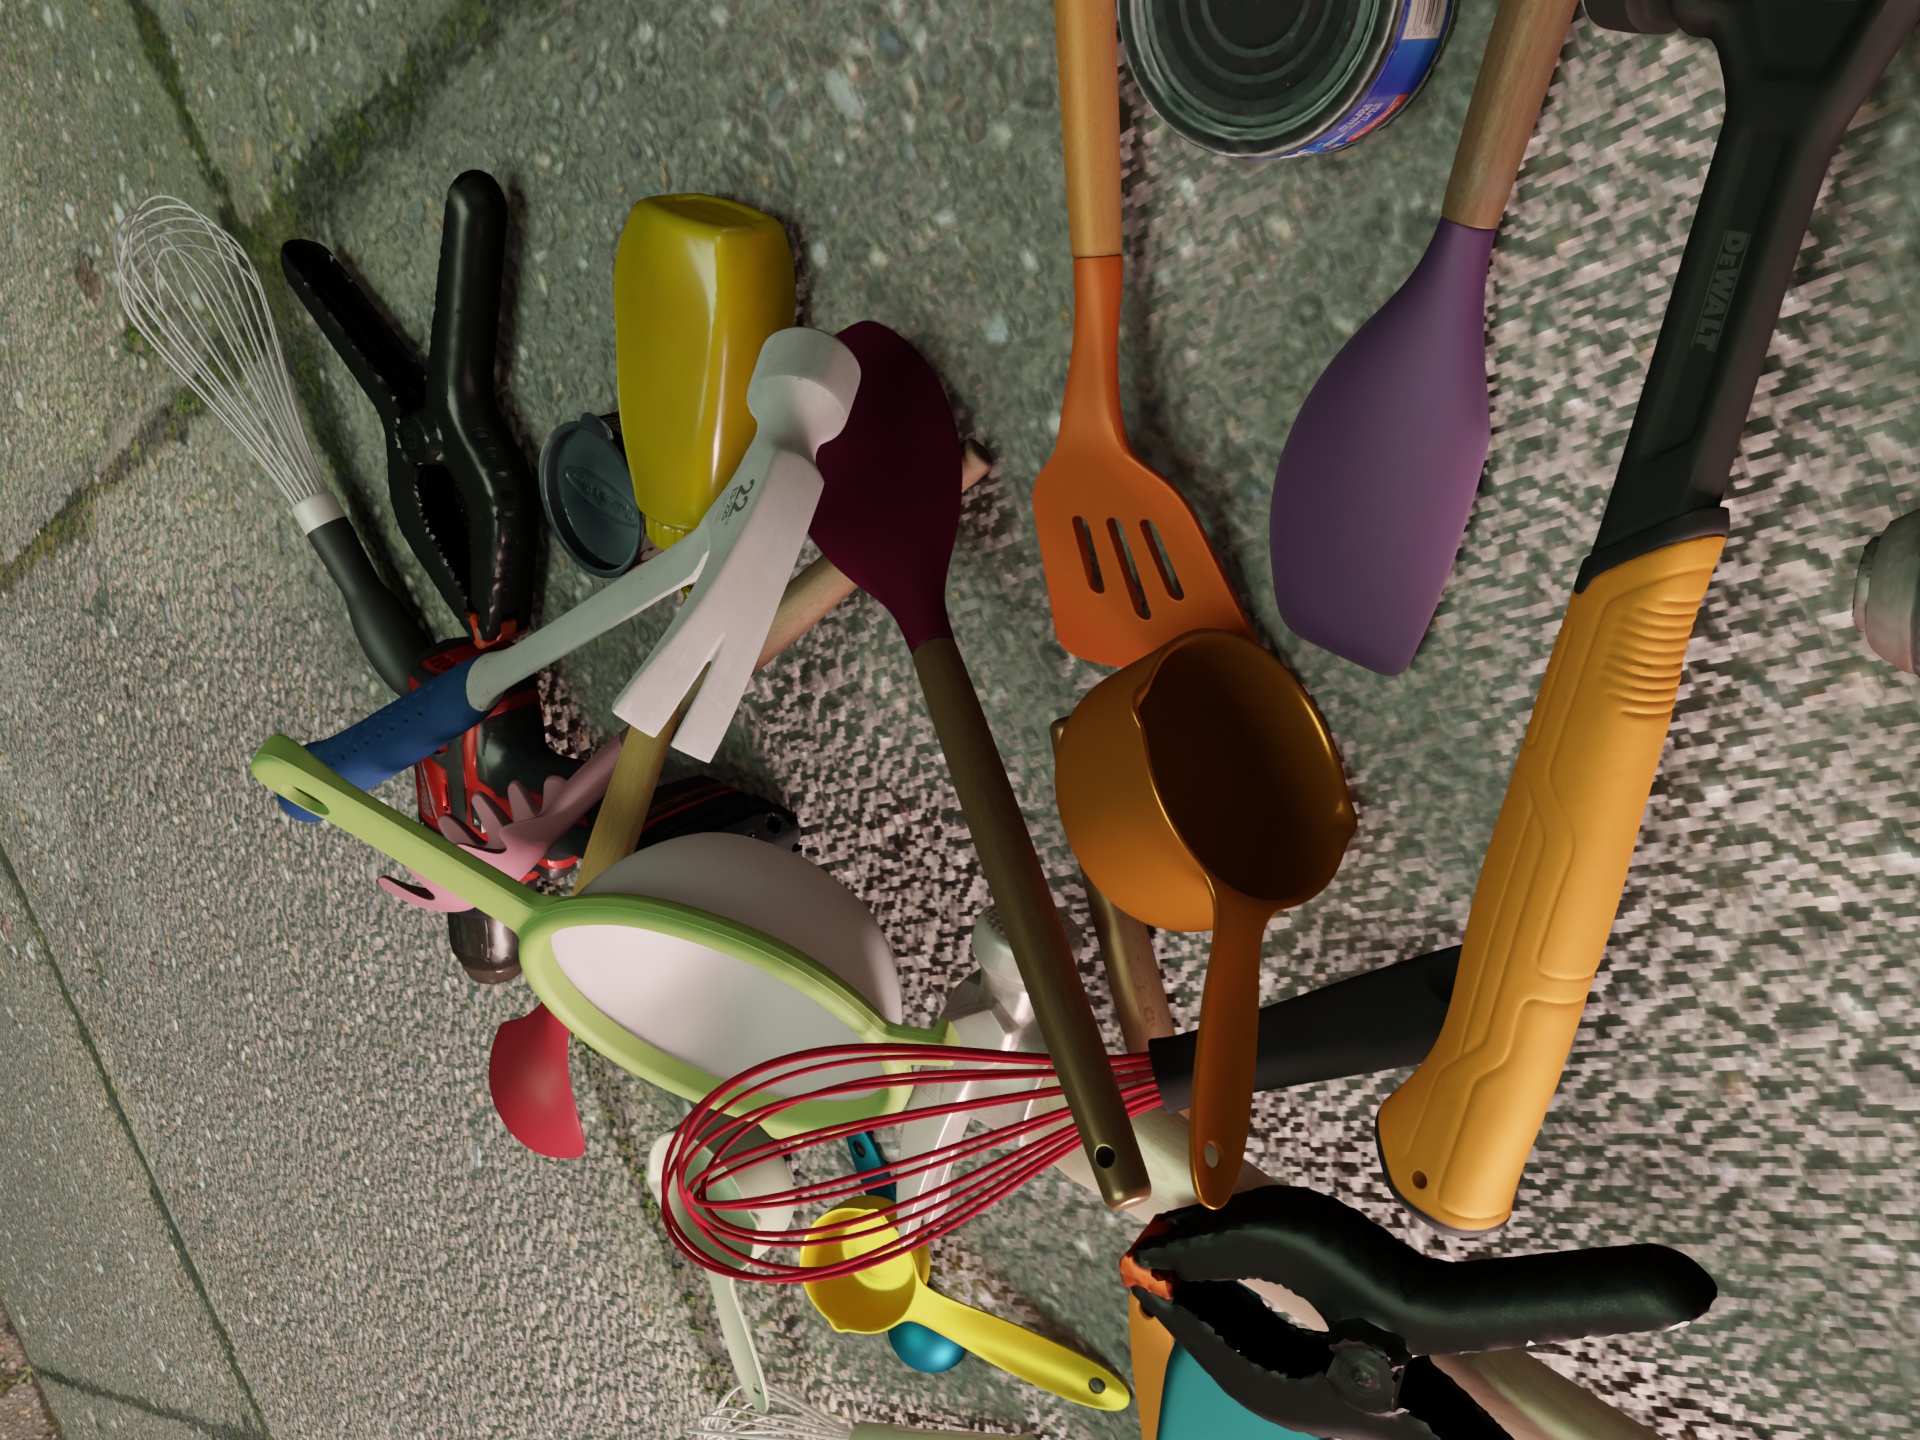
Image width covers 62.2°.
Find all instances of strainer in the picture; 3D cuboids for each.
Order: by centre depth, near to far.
[{"bbox_3d":[-0.124,0.060,0.577,0.256,0.069,0.151,33,144,-12],"label":"strainer"}]

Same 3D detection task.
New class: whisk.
[{"bbox_3d":[0.043,0.116,0.492,0.296,0.073,0.073,-17,98,10],"label":"whisk"},{"bbox_3d":[-0.052,0.359,0.786,0.246,0.059,0.057,-19,137,41],"label":"whisk"},{"bbox_3d":[-0.345,-0.136,0.816,0.070,0.070,0.284,-22,99,45],"label":"whisk"}]

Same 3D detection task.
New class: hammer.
[{"bbox_3d":[0.164,-0.014,0.377,0.127,0.034,0.336,36,124,49],"label":"hammer"},{"bbox_3d":[0.157,0.213,0.506,0.411,0.038,0.146,28,116,23],"label":"hammer"},{"bbox_3d":[-0.184,-0.014,0.623,0.035,0.144,0.405,32,146,-30],"label":"hammer"}]

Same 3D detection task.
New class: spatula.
[{"bbox_3d":[0.135,-0.153,0.403,0.060,0.018,0.315,30,127,28],"label":"spatula"},{"bbox_3d":[0.044,-0.165,0.477,0.081,0.041,0.322,9,110,39],"label":"spatula"},{"bbox_3d":[0.075,0.153,0.577,0.082,0.044,0.317,-10,101,34],"label":"spatula"}]

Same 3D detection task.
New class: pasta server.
[{"bbox_3d":[-0.113,-0.011,0.610,0.316,0.060,0.040,-37,103,24],"label":"pasta server"}]

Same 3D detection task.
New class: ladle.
[{"bbox_3d":[-0.155,0.090,0.655,0.069,0.031,0.315,44,132,21],"label":"ladle"}]

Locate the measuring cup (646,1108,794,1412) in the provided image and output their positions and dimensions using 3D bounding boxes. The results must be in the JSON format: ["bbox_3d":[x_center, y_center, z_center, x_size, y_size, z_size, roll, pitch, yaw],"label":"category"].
[{"bbox_3d":[-0.107,0.270,0.798,0.083,0.038,0.167,5,114,40],"label":"measuring cup"}]

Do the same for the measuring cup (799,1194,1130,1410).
[{"bbox_3d":[0.004,0.258,0.697,0.156,0.029,0.062,21,102,15],"label":"measuring cup"}]

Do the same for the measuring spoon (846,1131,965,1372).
[{"bbox_3d":[-0.034,0.244,0.729,0.042,0.021,0.128,-13,100,44],"label":"measuring spoon"}]

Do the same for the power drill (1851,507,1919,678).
[{"bbox_3d":[0.280,0.059,0.329,0.185,0.084,0.226,13,113,40],"label":"power drill"}]

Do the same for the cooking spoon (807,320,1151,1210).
[{"bbox_3d":[-0.001,-0.002,0.509,0.069,0.017,0.319,-29,64,20],"label":"cooking spoon"}]

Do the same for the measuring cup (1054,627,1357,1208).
[{"bbox_3d":[0.065,0.058,0.470,0.052,0.095,0.174,-27,45,48],"label":"measuring cup"}]

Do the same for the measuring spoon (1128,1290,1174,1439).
[{"bbox_3d":[0.077,0.277,0.652,0.021,0.011,0.116,12,116,38],"label":"measuring spoon"}]

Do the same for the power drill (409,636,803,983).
[{"bbox_3d":[-0.180,0.078,0.750,0.227,0.080,0.187,26,124,35],"label":"power drill"}]
